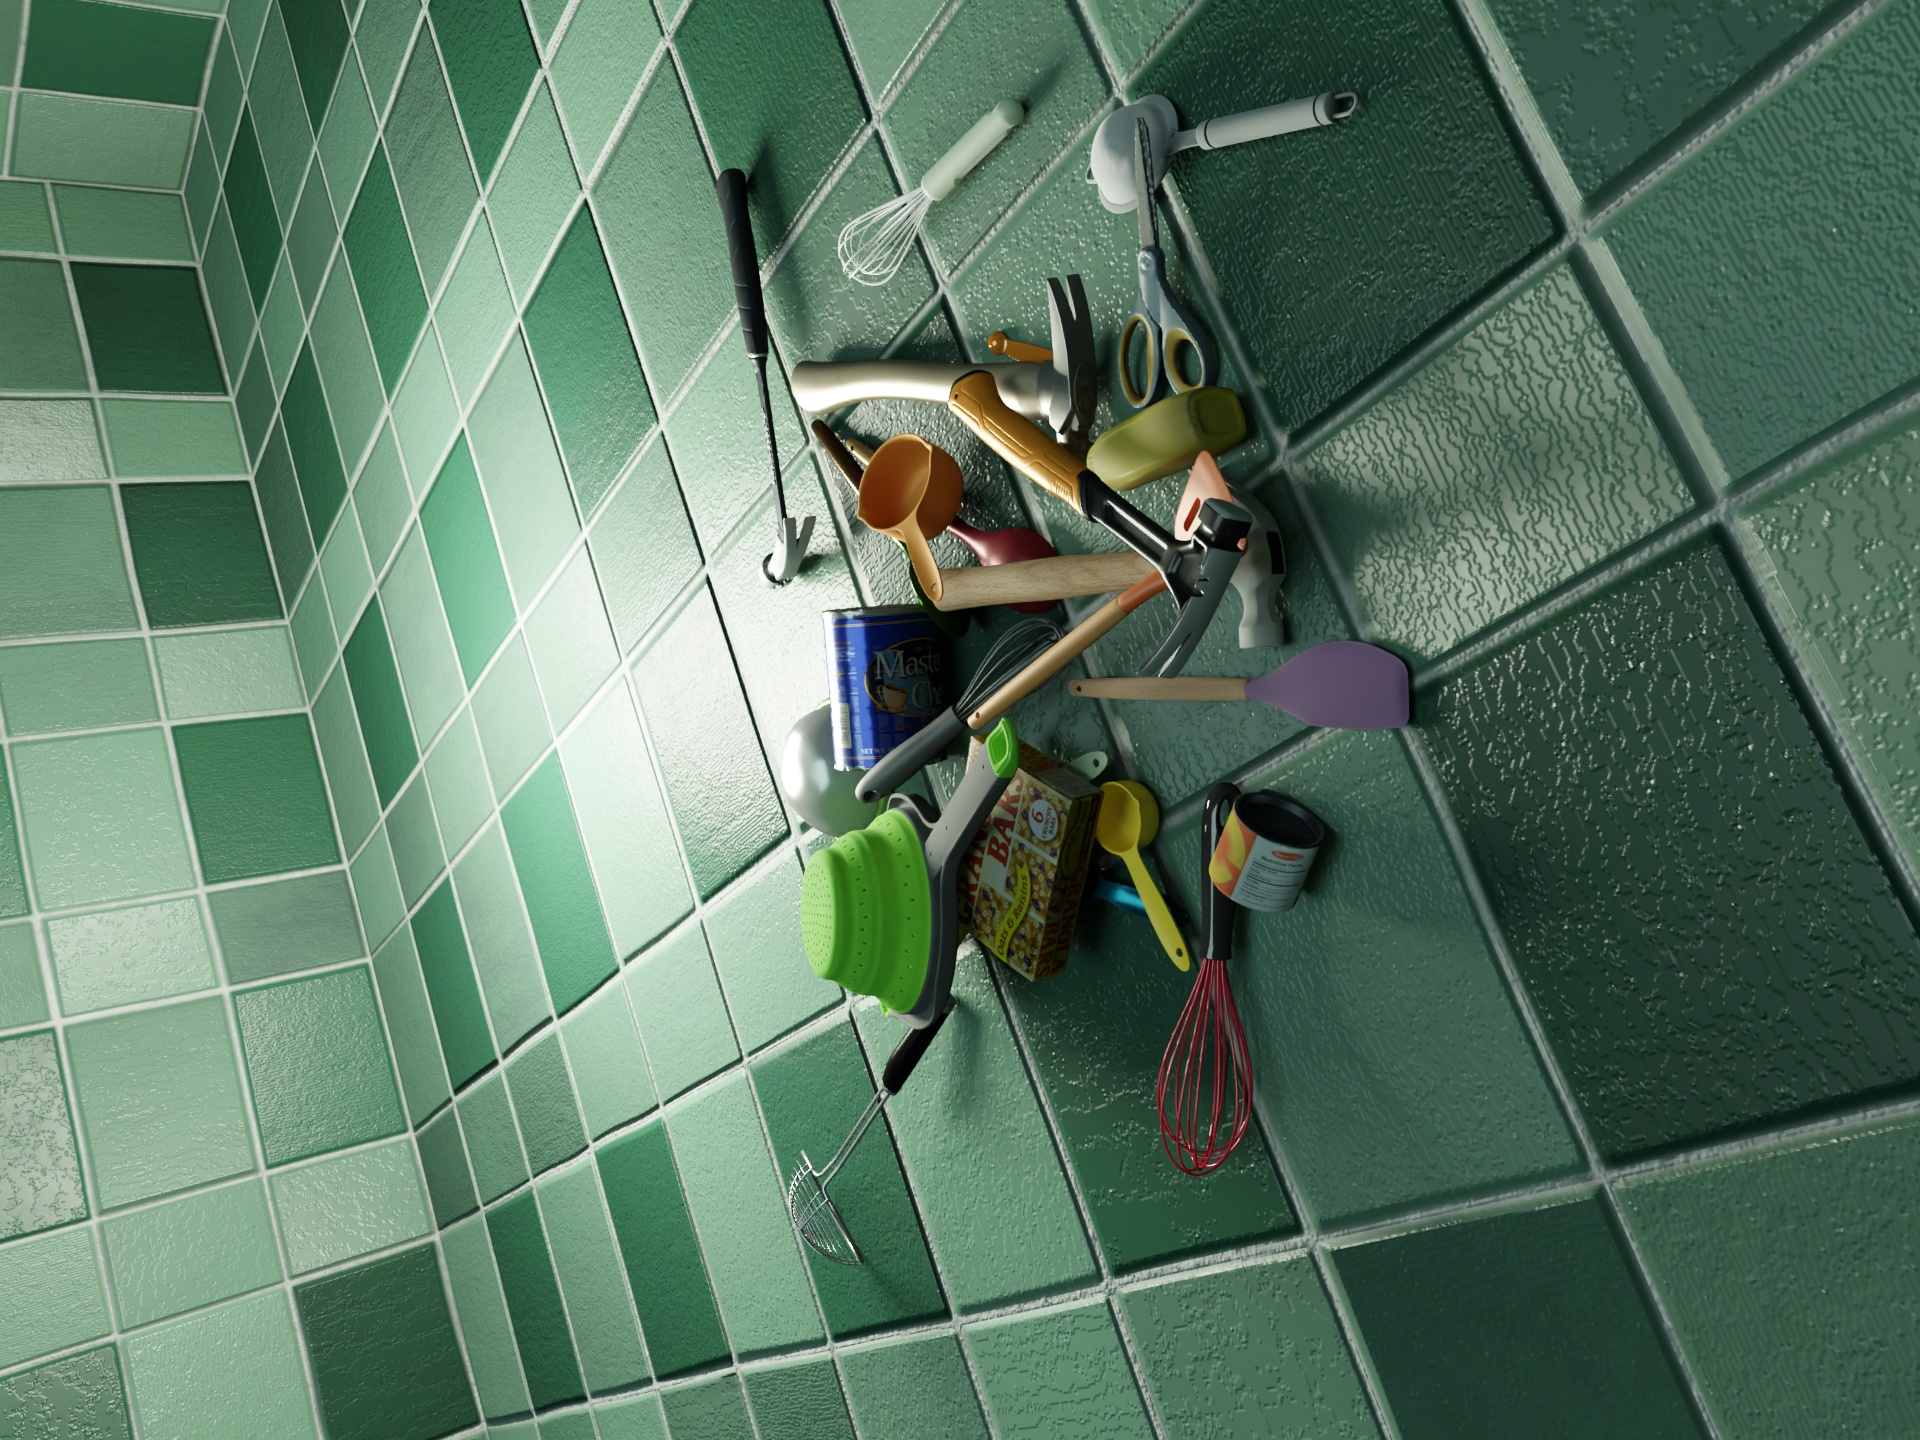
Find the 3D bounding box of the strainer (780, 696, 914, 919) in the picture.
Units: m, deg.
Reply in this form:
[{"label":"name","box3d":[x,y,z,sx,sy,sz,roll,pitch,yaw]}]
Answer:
[{"label":"strainer","box3d":[-0.112,0.095,1.518,0.151,0.069,0.257,-53,54,43]}]

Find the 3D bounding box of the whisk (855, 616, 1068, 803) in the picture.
[{"label":"whisk","box3d":[-0.003,-0.004,1.318,0.239,0.055,0.055,-40,63,21]}]

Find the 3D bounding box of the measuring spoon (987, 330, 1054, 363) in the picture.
[{"label":"measuring spoon","box3d":[0.058,-0.291,1.276,0.117,0.011,0.021,35,123,44]}]

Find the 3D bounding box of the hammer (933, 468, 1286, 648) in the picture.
[{"label":"hammer","box3d":[0.100,-0.114,1.208,0.331,0.031,0.130,-1,93,45]}]

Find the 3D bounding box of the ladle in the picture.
[{"label":"ladle","box3d":[-0.016,-0.181,1.382,0.316,0.031,0.069,42,123,42]}]

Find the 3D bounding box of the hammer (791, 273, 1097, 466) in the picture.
[{"label":"hammer","box3d":[-0.029,-0.298,1.356,0.411,0.038,0.146,17,118,51]}]

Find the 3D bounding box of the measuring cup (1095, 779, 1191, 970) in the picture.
[{"label":"measuring cup","box3d":[0.148,0.118,1.223,0.062,0.029,0.157,-41,67,47]}]

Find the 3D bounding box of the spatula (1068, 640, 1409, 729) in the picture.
[{"label":"spatula","box3d":[0.190,-0.025,1.149,0.316,0.018,0.060,1,96,51]}]

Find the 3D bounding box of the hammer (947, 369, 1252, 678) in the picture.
[{"label":"hammer","box3d":[0.079,-0.165,1.149,0.337,0.034,0.127,48,125,44]}]

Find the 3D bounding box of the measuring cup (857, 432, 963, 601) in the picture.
[{"label":"measuring cup","box3d":[-0.027,-0.161,1.330,0.095,0.052,0.174,-39,53,29]}]

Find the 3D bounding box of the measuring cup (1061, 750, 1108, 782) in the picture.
[{"label":"measuring cup","box3d":[0.077,0.058,1.297,0.167,0.038,0.083,-34,71,47]}]

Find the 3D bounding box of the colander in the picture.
[{"label":"colander","box3d":[-0.055,0.119,1.305,0.396,0.094,0.205,119,144,-50]}]

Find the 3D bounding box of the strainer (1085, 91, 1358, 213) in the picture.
[{"label":"strainer","box3d":[0.165,-0.405,1.097,0.258,0.050,0.087,9,89,48]}]

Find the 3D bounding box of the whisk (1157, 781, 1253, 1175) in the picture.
[{"label":"whisk","box3d":[0.185,0.192,1.164,0.073,0.073,0.296,10,99,51]}]

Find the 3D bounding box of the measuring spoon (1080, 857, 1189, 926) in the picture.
[{"label":"measuring spoon","box3d":[0.132,0.139,1.260,0.129,0.021,0.042,18,96,40]}]

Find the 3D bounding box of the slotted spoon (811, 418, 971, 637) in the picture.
[{"label":"slotted spoon","box3d":[-0.068,-0.184,1.432,0.031,0.070,0.314,-49,50,18]}]

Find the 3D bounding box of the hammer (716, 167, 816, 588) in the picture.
[{"label":"hammer","box3d":[-0.196,-0.342,1.554,0.149,0.036,0.409,151,111,-71]}]

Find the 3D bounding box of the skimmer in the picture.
[{"label":"skimmer","box3d":[-0.074,0.395,1.560,0.127,0.090,0.363,52,123,37]}]

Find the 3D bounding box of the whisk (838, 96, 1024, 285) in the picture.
[{"label":"whisk","box3d":[-0.027,-0.443,1.338,0.059,0.058,0.246,48,139,-12]}]

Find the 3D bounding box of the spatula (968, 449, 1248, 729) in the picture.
[{"label":"spatula","box3d":[0.098,-0.074,1.164,0.322,0.041,0.081,-39,61,41]}]
